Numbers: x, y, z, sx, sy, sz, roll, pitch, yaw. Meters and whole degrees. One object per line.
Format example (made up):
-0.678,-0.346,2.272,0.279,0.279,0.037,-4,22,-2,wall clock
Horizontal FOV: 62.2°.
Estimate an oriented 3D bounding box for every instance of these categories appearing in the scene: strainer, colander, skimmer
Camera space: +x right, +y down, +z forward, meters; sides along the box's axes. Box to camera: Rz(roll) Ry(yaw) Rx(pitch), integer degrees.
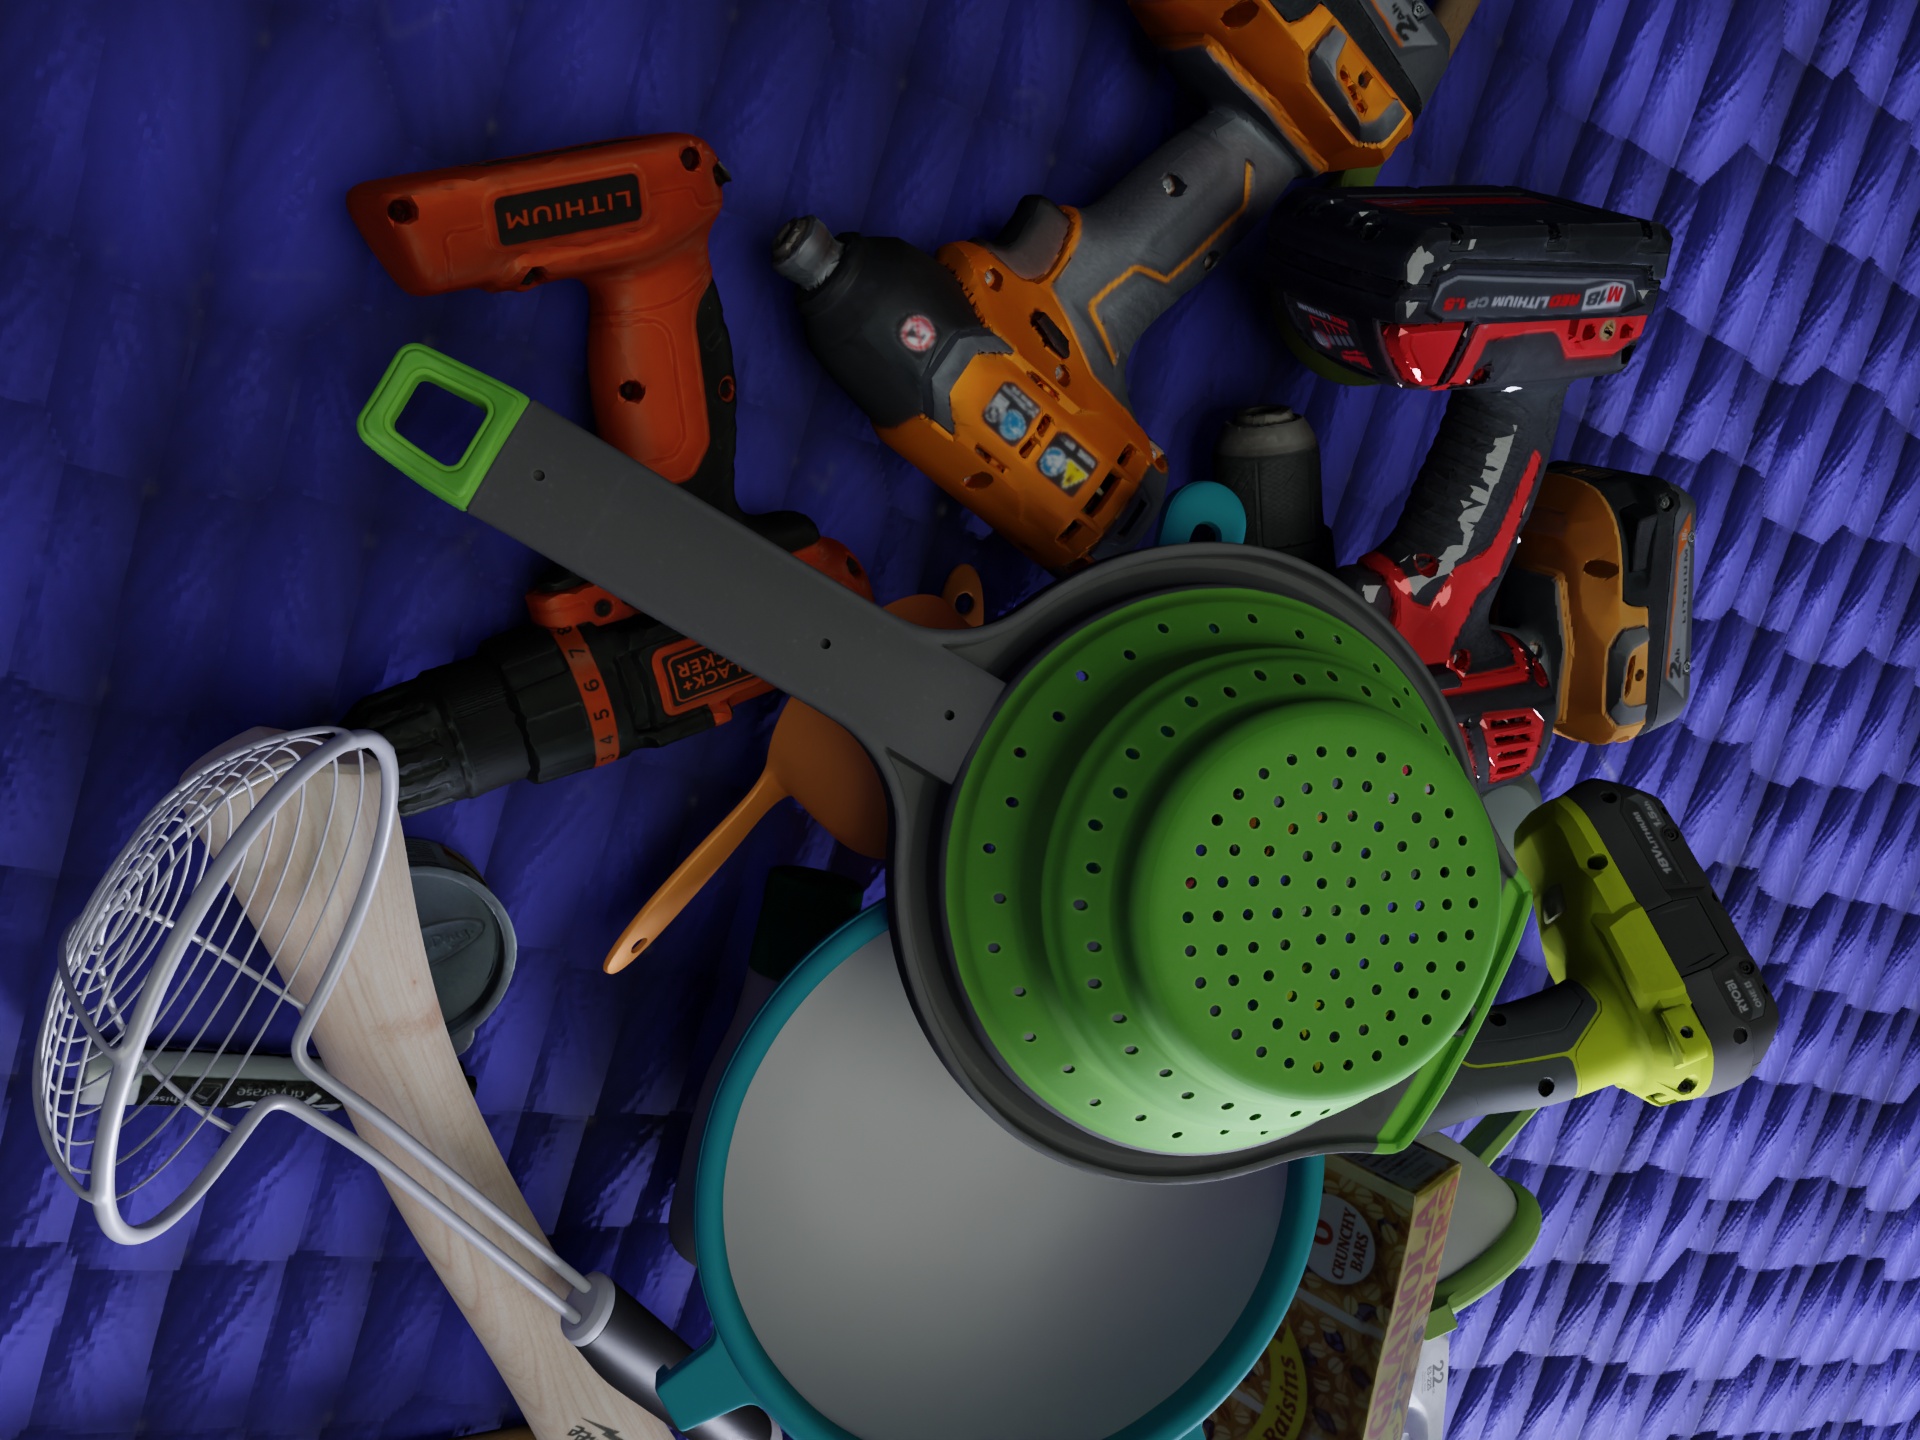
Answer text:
0.215,0.204,0.760,0.256,0.151,0.069,-25,89,-42,strainer
0.018,0.008,0.444,0.397,0.094,0.204,30,84,-15,colander
0.027,0.085,0.550,0.211,0.095,0.340,16,88,-15,strainer
-0.119,0.148,0.461,0.362,0.090,0.127,60,37,-39,skimmer

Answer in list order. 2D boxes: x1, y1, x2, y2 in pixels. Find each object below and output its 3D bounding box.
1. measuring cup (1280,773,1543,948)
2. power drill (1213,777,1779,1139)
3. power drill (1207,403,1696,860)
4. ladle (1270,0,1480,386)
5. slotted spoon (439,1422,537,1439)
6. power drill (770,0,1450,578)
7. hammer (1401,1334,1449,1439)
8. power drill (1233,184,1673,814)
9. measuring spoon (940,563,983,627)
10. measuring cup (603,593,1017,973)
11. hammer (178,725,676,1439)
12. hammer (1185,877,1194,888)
0.204,0.073,0.734,0.167,0.038,0.083,-34,119,-19,measuring cup
0.201,0.116,0.667,0.223,0.080,0.171,-19,70,-8,power drill
0.198,-0.053,0.670,0.226,0.084,0.185,-15,111,-20,power drill
0.205,-0.278,0.614,0.320,0.062,0.078,-64,154,-2,ladle
-0.269,0.276,0.538,0.313,0.031,0.070,0,96,-32,slotted spoon
0.047,-0.180,0.542,0.164,0.084,0.226,34,92,-33,power drill
0.075,0.357,0.671,0.405,0.035,0.144,-14,105,-35,hammer
0.153,-0.067,0.556,0.143,0.079,0.219,-8,119,-21,power drill
-0.001,-0.002,0.610,0.021,0.011,0.117,-4,108,-29,measuring spoon
-0.046,0.036,0.545,0.173,0.052,0.095,-47,159,-9,measuring cup
-0.161,0.186,0.528,0.146,0.038,0.410,-32,125,-27,hammer
0.022,0.239,0.642,0.143,0.038,0.386,22,90,-41,hammer
